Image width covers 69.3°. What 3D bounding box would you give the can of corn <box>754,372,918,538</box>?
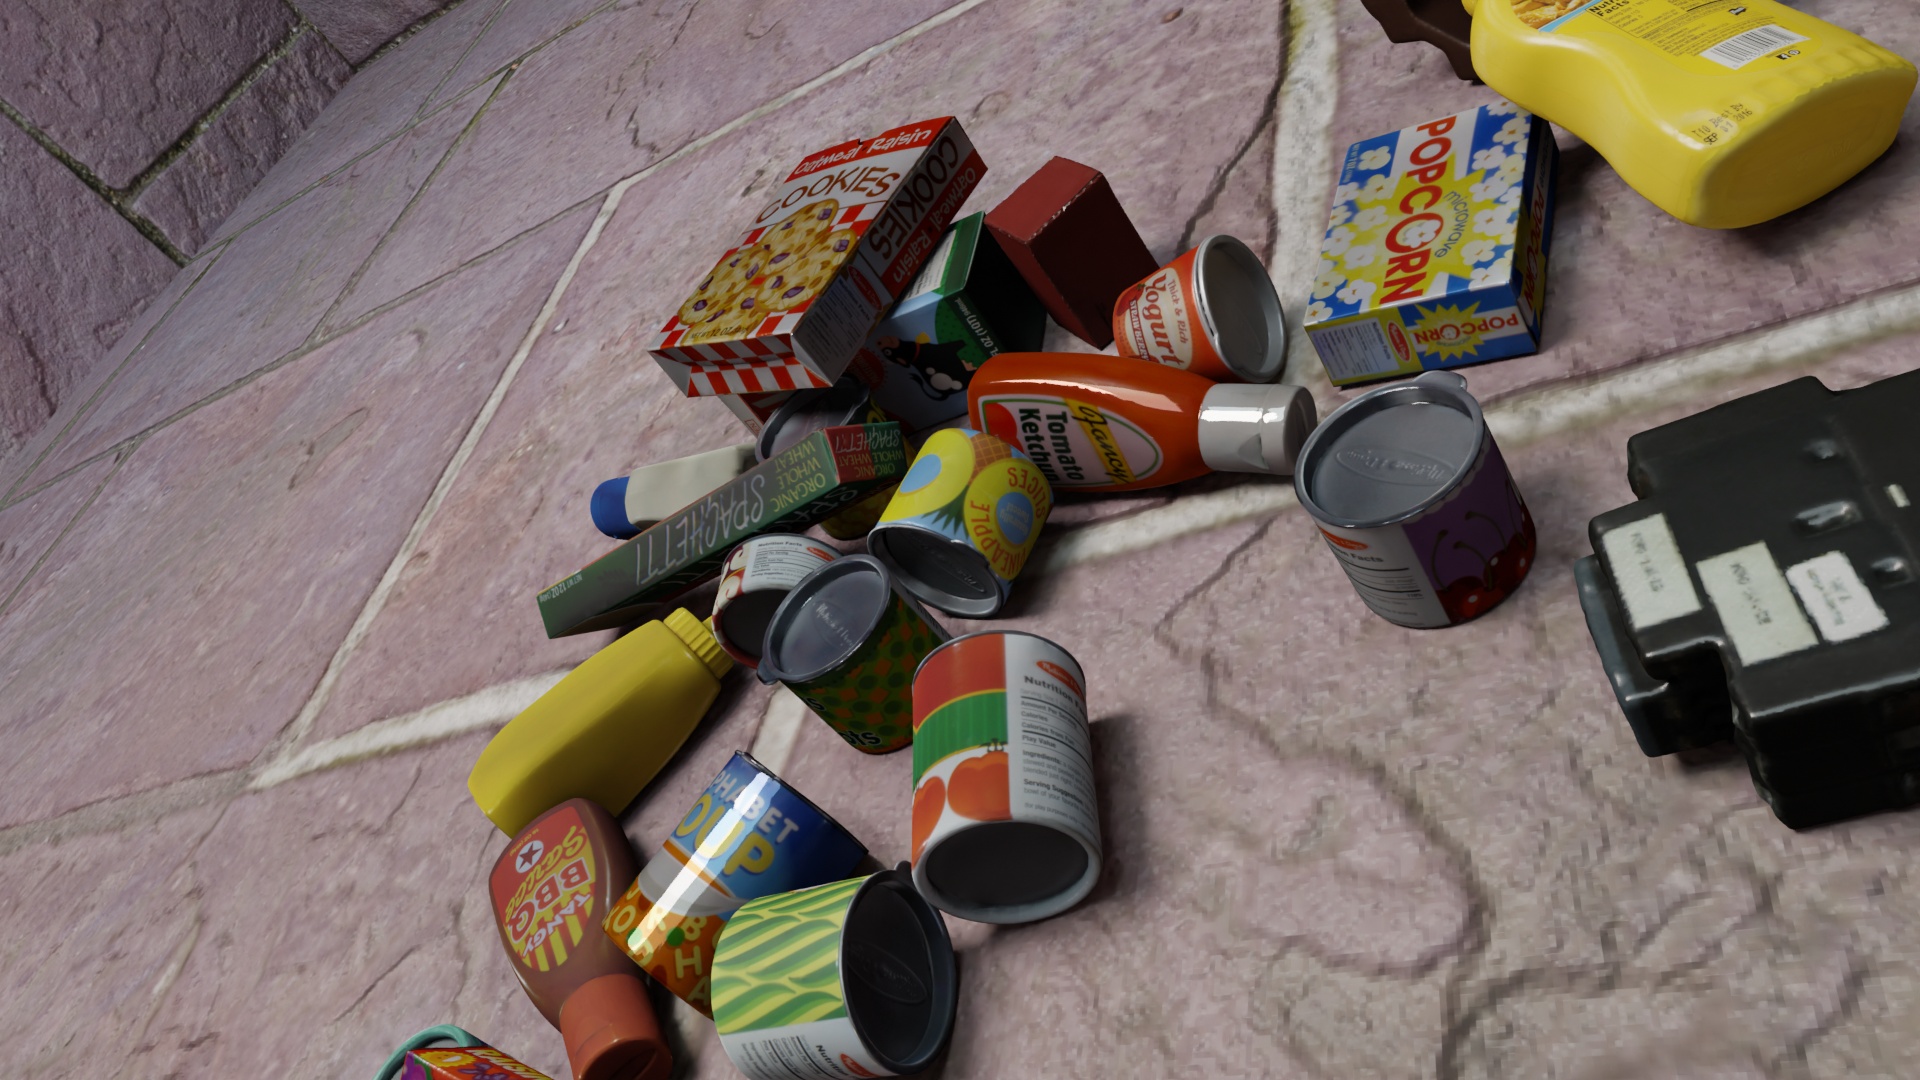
[{"bbox_3d":[-0.060,-0.044,0.718,0.071,0.058,0.071,-25,37,21],"label":"can of corn"}]

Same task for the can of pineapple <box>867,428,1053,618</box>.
[{"bbox_3d":[0.002,-0.008,0.613,0.071,0.071,0.058,-1,51,43],"label":"can of pineapple"}]

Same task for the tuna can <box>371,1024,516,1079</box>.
[{"bbox_3d":[-0.218,0.237,0.575,0.071,0.032,0.071,-24,38,21],"label":"tuna can"}]

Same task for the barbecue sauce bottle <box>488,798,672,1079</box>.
[{"bbox_3d":[-0.156,0.172,0.580,0.065,0.043,0.149,-42,35,-3],"label":"barbecue sauce bottle"}]

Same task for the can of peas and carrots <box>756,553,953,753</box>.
[{"bbox_3d":[-0.043,0.051,0.597,0.071,0.058,0.071,-25,38,22],"label":"can of peas and carrots"}]

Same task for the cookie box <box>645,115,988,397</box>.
[{"bbox_3d":[-0.075,-0.151,0.738,0.123,0.040,0.168,2,50,44],"label":"cookie box"}]

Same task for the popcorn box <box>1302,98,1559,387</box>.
[{"bbox_3d":[0.201,-0.128,0.587,0.085,0.038,0.127,-7,46,36],"label":"popcorn box"}]

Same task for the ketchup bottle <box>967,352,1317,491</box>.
[{"bbox_3d":[0.077,-0.050,0.599,0.149,0.064,0.044,5,41,35],"label":"ketchup bottle"}]

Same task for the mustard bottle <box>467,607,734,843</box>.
[{"bbox_3d":[-0.158,0.080,0.671,0.161,0.065,0.049,-43,40,-15],"label":"mustard bottle"}]

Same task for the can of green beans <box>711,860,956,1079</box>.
[{"bbox_3d":[-0.043,0.152,0.479,0.057,0.071,0.071,-18,40,29],"label":"can of green beans"}]

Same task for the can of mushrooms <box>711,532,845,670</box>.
[{"bbox_3d":[-0.081,0.032,0.649,0.071,0.071,0.034,-23,39,23],"label":"can of mushrooms"}]

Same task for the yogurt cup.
[{"bbox_3d":[0.105,-0.096,0.620,0.054,0.072,0.073,-18,40,41],"label":"yogurt cup"}]

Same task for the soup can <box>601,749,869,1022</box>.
[{"bbox_3d":[-0.088,0.133,0.537,0.071,0.071,0.084,17,64,51],"label":"soup can"}]

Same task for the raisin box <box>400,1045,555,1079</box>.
[{"bbox_3d":[-0.160,0.237,0.491,0.123,0.040,0.086,0,77,42],"label":"raisin box"}]

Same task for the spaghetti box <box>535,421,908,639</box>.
[{"bbox_3d":[-0.126,-0.001,0.694,0.249,0.050,0.029,-25,81,39],"label":"spaghetti box"}]

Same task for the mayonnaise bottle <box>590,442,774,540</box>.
[{"bbox_3d":[-0.152,-0.025,0.780,0.148,0.065,0.041,-6,80,41],"label":"mayonnaise bottle"}]

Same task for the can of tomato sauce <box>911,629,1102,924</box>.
[{"bbox_3d":[0.014,0.086,0.500,0.071,0.071,0.083,-25,38,20],"label":"can of tomato sauce"}]

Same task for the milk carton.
[{"bbox_3d":[-0.054,-0.101,0.763,0.190,0.072,0.074,-17,40,28],"label":"milk carton"}]

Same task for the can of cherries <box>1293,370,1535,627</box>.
[{"bbox_3d":[0.160,-0.014,0.482,0.071,0.058,0.072,-26,36,21],"label":"can of cherries"}]
